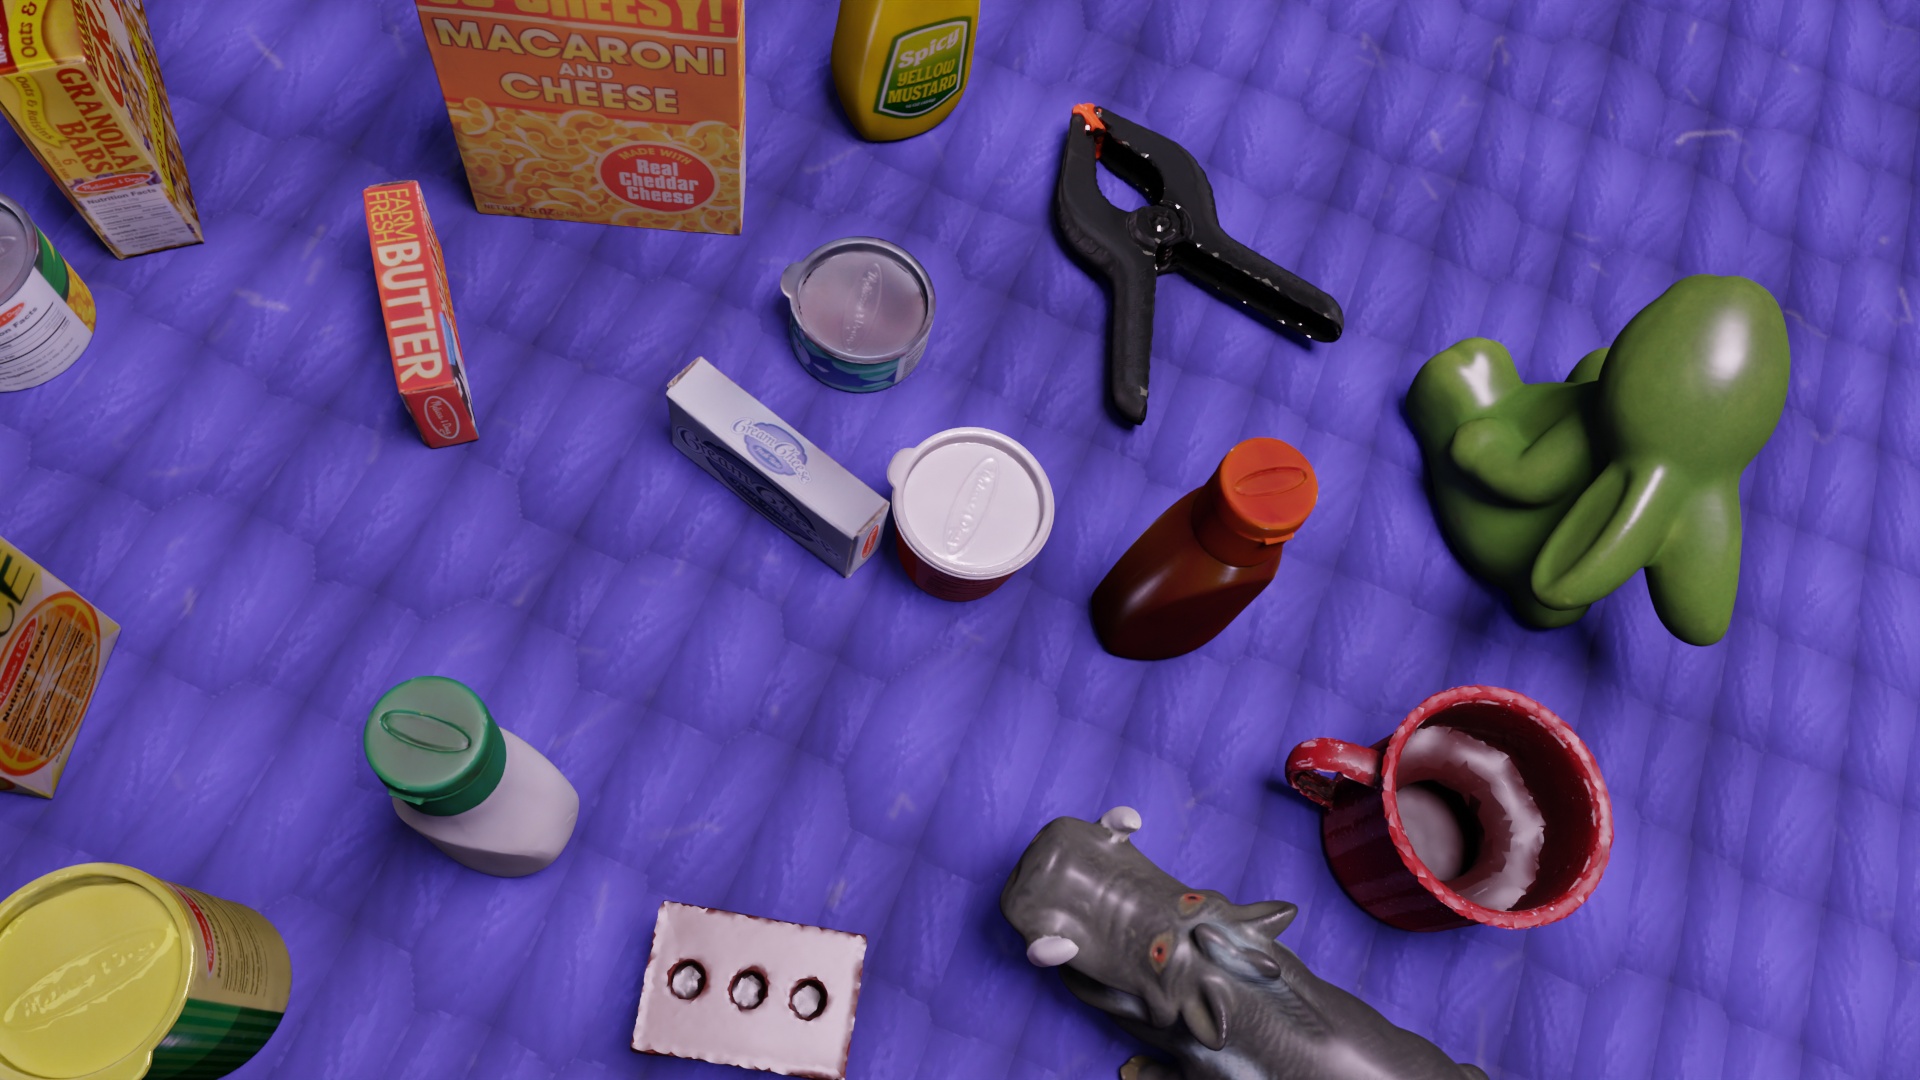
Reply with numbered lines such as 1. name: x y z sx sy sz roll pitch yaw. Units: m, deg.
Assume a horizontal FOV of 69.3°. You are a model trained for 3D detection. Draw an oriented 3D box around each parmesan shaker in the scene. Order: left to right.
1. parmesan shaker: -0.272 0.151 0.463 0.071 0.102 0.071 3 68 -8

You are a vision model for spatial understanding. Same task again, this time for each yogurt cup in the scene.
1. yogurt cup: 0.002 -0.007 0.597 0.072 0.053 0.072 3 68 -8

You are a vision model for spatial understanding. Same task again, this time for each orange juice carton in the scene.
1. orange juice carton: -0.360 0.026 0.451 0.072 0.192 0.073 10 68 -5

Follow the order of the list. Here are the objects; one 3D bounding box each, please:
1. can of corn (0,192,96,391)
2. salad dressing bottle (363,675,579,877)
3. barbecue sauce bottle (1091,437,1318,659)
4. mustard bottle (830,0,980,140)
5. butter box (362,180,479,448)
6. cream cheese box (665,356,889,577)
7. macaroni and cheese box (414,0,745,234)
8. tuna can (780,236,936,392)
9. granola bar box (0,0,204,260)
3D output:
1. can of corn: -0.403 -0.104 0.570 0.071 0.058 0.071 3 68 -8
2. salad dressing bottle: -0.170 0.084 0.482 0.064 0.147 0.044 18 67 -1
3. barbecue sauce bottle: 0.099 0.006 0.555 0.065 0.148 0.044 -11 71 -13
4. mustard bottle: -0.022 -0.249 0.632 0.065 0.159 0.049 -22 74 -16
5. butter box: -0.232 -0.097 0.597 0.024 0.053 0.104 -13 71 -13
6. cream cheese box: -0.079 -0.030 0.593 0.104 0.053 0.024 38 68 7
7. macaroni and cheese box: -0.154 -0.196 0.587 0.124 0.165 0.040 3 68 -8
8. tuna can: -0.048 -0.104 0.639 0.071 0.032 0.071 3 68 -8
9. granola bar box: -0.377 -0.222 0.585 0.039 0.123 0.166 -18 72 -15
